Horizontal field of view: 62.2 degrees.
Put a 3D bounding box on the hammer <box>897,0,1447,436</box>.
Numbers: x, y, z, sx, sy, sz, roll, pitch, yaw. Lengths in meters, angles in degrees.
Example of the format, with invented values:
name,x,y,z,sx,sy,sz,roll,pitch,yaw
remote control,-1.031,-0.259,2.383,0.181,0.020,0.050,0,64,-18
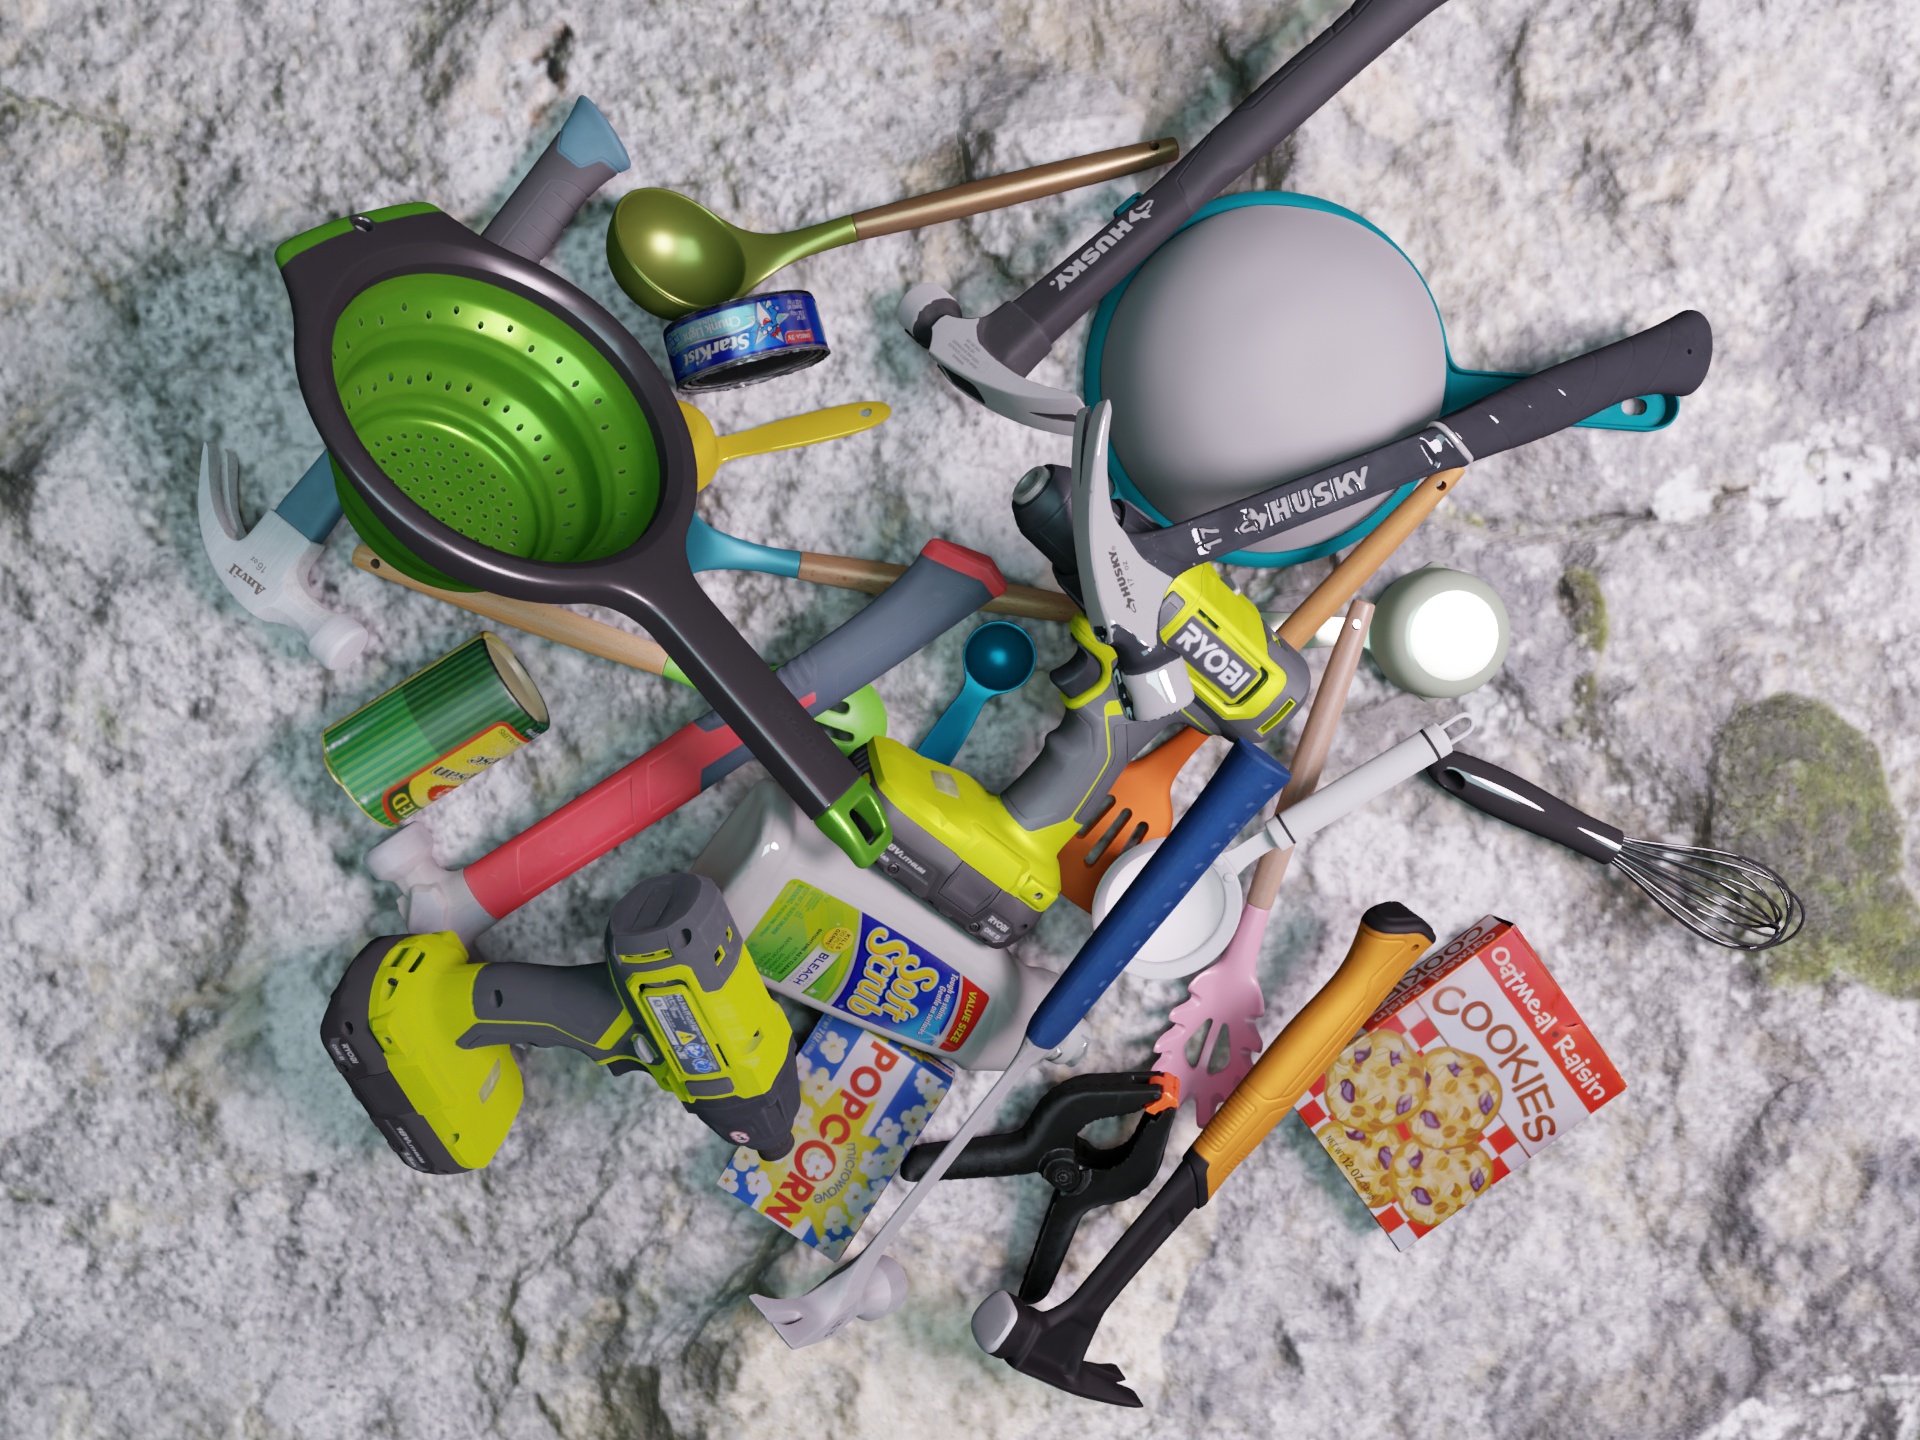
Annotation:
name,x,y,z,sx,sy,sz,roll,pitch,yaw
hammer,0.128,-0.284,0.837,0.335,0.035,0.146,-41,53,1

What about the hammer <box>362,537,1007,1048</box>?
name,x,y,z,sx,sy,sz,roll,pitch,yaw
hammer,-0.135,0.032,0.877,0.386,0.038,0.143,-32,100,8

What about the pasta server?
name,x,y,z,sx,sy,sz,roll,pitch,yaw
pasta server,0.179,0.083,0.912,0.060,0.040,0.316,19,101,11

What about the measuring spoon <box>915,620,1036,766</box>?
name,x,y,z,sx,sy,sz,roll,pitch,yaw
measuring spoon,-0.001,-0.003,0.919,0.042,0.021,0.128,32,103,-9

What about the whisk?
name,x,y,z,sx,sy,sz,roll,pitch,yaw
whisk,0.382,0.072,0.932,0.239,0.055,0.055,25,94,-1

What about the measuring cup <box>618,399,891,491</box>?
name,x,y,z,sx,sy,sz,roll,pitch,yaw
measuring cup,-0.114,-0.162,0.876,0.156,0.029,0.062,-14,60,-8

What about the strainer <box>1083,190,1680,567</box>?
name,x,y,z,sx,sy,sz,roll,pitch,yaw
strainer,0.241,-0.185,0.870,0.340,0.095,0.211,4,96,-2

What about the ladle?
name,x,y,z,sx,sy,sz,roll,pitch,yaw
ladle,-0.033,-0.282,0.865,0.320,0.062,0.078,-15,72,-4

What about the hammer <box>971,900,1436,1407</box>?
name,x,y,z,sx,sy,sz,roll,pitch,yaw
hammer,0.153,0.242,0.896,0.127,0.034,0.337,36,95,-32

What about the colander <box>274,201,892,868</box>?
name,x,y,z,sx,sy,sz,roll,pitch,yaw
colander,-0.188,-0.069,0.795,0.397,0.204,0.094,50,129,-5

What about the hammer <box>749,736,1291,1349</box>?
name,x,y,z,sx,sy,sz,roll,pitch,yaw
hammer,0.034,0.177,0.840,0.035,0.144,0.405,41,102,23

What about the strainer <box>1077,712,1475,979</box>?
name,x,y,z,sx,sy,sz,roll,pitch,yaw
strainer,0.170,0.067,0.881,0.258,0.050,0.086,-32,110,9

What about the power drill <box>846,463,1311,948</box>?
name,x,y,z,sx,sy,sz,roll,pitch,yaw
power drill,0.046,-0.007,0.835,0.190,0.080,0.228,38,104,-25

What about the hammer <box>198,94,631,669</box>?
name,x,y,z,sx,sy,sz,roll,pitch,yaw
hammer,-0.289,-0.195,0.864,0.128,0.033,0.331,38,91,3

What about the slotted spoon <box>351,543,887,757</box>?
name,x,y,z,sx,sy,sz,roll,pitch,yaw
slotted spoon,-0.191,-0.039,0.897,0.313,0.031,0.070,20,101,-4

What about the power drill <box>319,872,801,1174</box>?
name,x,y,z,sx,sy,sz,roll,pitch,yaw
power drill,-0.200,0.171,0.830,0.223,0.080,0.171,-9,121,18

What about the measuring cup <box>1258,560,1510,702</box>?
name,x,y,z,sx,sy,sz,roll,pitch,yaw
measuring cup,0.233,-0.050,0.912,0.167,0.038,0.083,0,96,-5

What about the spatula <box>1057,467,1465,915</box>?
name,x,y,z,sx,sy,sz,roll,pitch,yaw
spatula,0.164,-0.020,0.892,0.081,0.041,0.322,39,107,-8

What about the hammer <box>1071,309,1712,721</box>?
name,x,y,z,sx,sy,sz,roll,pitch,yaw
hammer,0.233,-0.140,0.813,0.409,0.036,0.149,-23,100,-21

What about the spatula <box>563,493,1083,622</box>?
name,x,y,z,sx,sy,sz,roll,pitch,yaw
spatula,-0.066,-0.086,0.902,0.317,0.044,0.082,9,94,-9
